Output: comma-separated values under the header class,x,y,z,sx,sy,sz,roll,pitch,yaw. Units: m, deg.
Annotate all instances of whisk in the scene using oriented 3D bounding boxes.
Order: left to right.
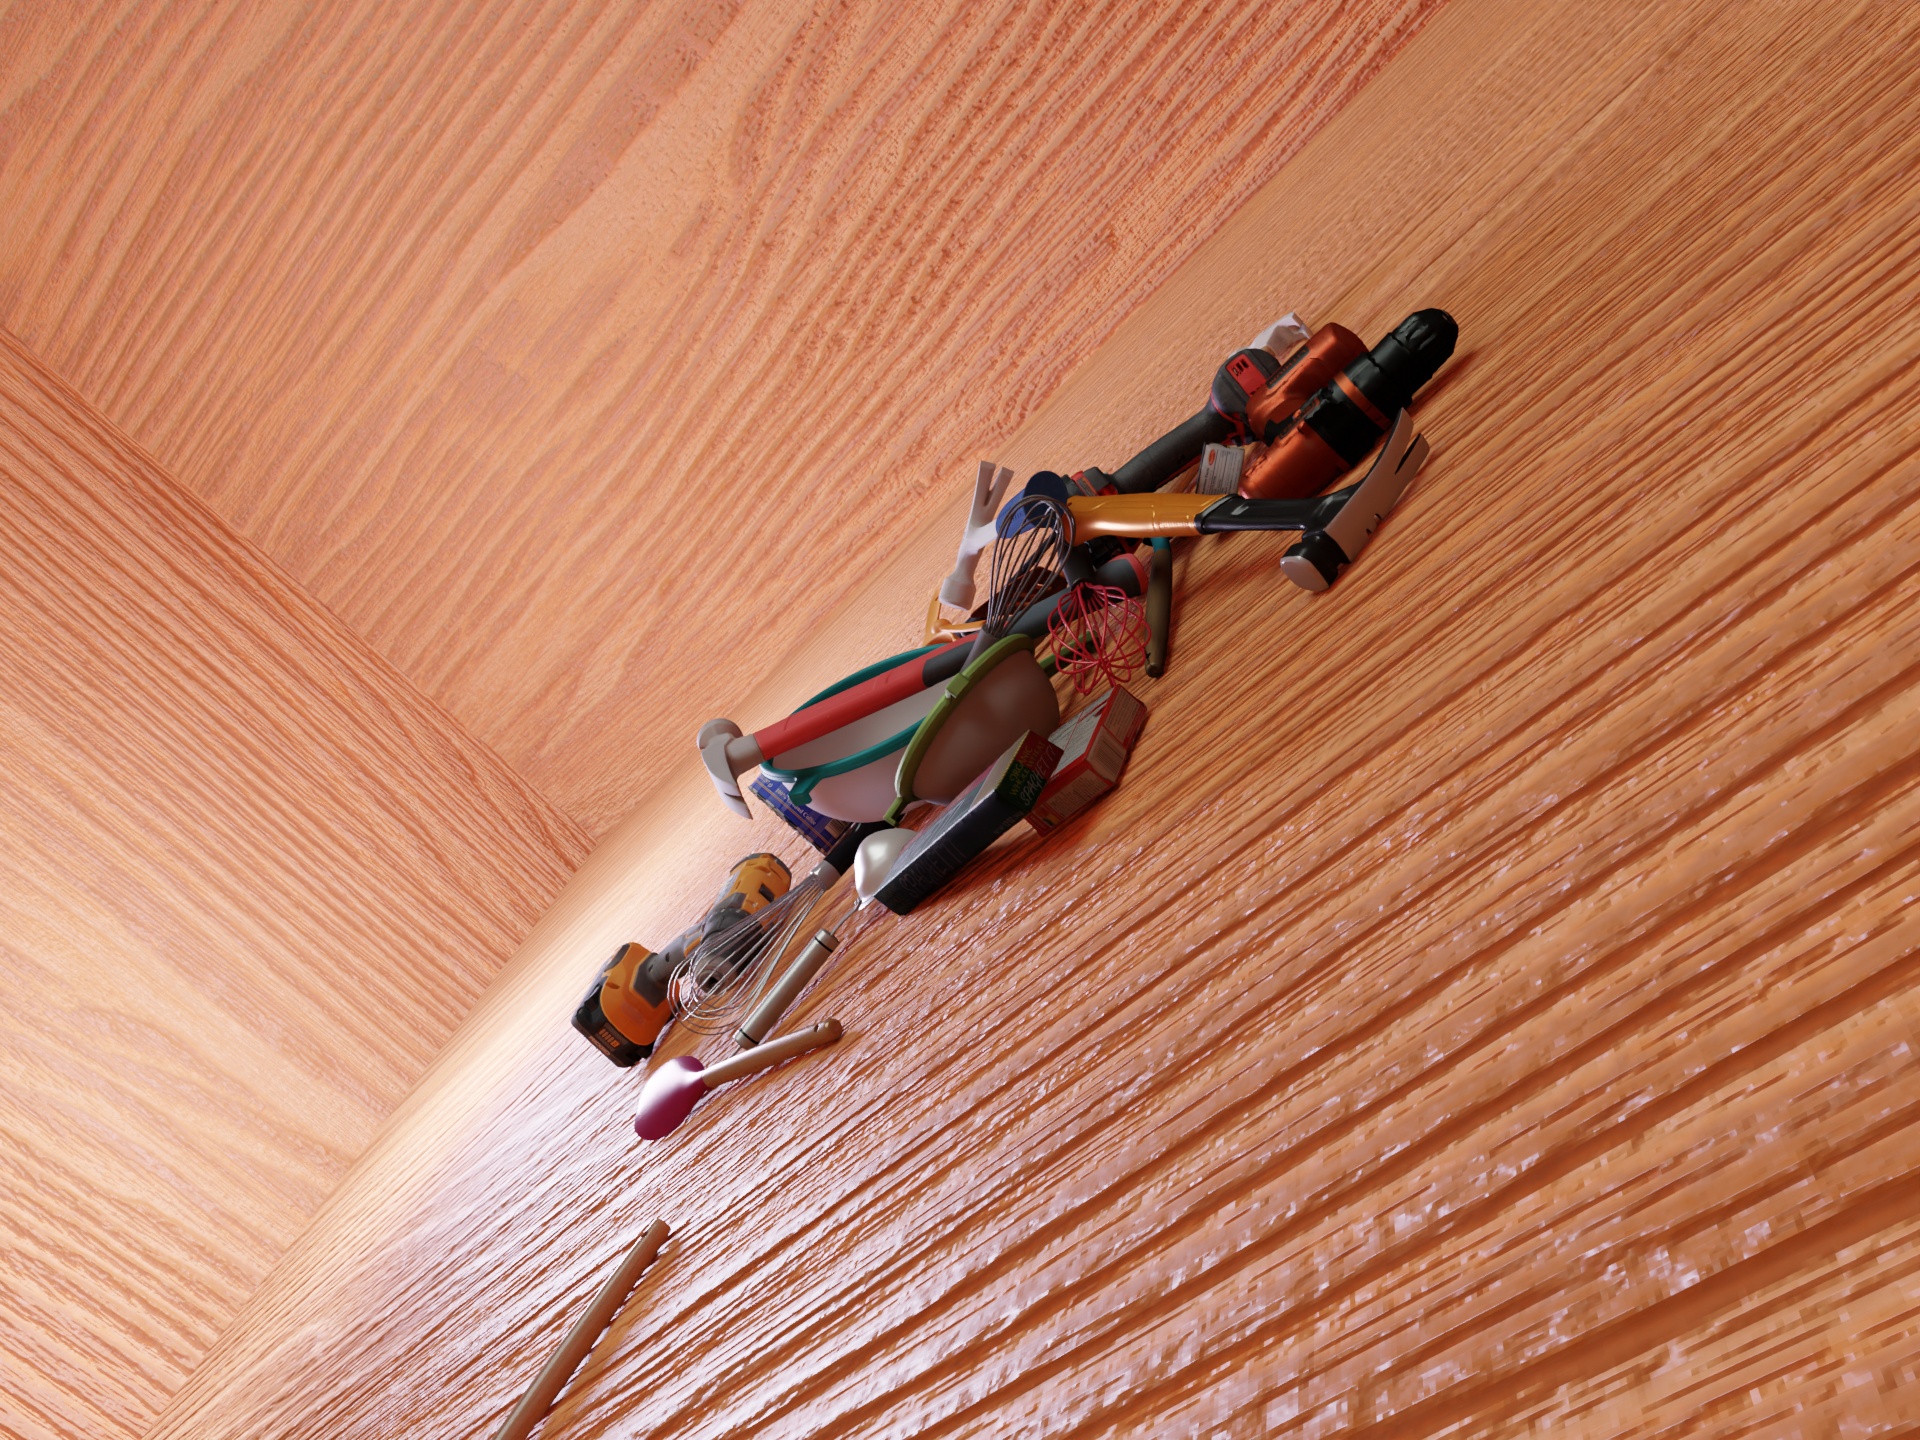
class,x,y,z,sx,sy,sz,roll,pitch,yaw
whisk,-0.137,0.156,1.358,0.284,0.070,0.070,-45,9,-23
whisk,0.023,-0.064,1.182,0.055,0.055,0.238,-65,0,-60
whisk,0.094,-0.090,1.177,0.073,0.073,0.296,-44,16,15

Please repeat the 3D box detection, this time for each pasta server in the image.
class,x,y,z,sx,sy,sz,roll,pitch,yaw
pasta server,-0.277,0.427,0.946,0.060,0.040,0.316,-14,31,49

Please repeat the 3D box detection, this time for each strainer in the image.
class,x,y,z,sx,sy,sz,roll,pitch,yaw
strainer,-0.099,0.161,1.222,0.258,0.050,0.087,-51,4,-3
strainer,-0.002,-0.004,1.361,0.340,0.095,0.211,-27,20,-7
strainer,0.055,-0.004,1.194,0.256,0.069,0.151,-33,-24,-47

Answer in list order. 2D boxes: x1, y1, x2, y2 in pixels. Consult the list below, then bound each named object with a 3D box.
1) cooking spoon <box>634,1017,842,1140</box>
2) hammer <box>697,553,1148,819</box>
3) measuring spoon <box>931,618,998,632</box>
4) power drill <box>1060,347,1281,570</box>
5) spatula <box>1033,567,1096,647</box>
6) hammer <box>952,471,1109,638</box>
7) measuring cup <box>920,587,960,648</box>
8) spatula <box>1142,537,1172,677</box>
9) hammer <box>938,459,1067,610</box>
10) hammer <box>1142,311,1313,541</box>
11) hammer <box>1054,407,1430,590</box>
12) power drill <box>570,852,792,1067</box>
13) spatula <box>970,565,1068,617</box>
class,x,y,z,sx,sy,sz,roll,pitch,yaw
cooking spoon,-0.173,0.259,1.178,0.319,0.017,0.069,-31,39,48
hammer,-0.020,-0.036,1.262,0.386,0.038,0.143,-25,24,-8
measuring spoon,0.004,-0.087,1.408,0.021,0.011,0.117,-26,12,-24
power drill,0.183,-0.221,1.358,0.219,0.078,0.143,-38,-9,7
spatula,0.049,-0.056,1.457,0.316,0.018,0.060,-46,53,-11
hammer,0.026,-0.112,1.637,0.408,0.036,0.149,-46,-5,39
measuring cup,-0.011,-0.065,1.565,0.095,0.052,0.174,-42,27,34
spatula,0.164,-0.109,1.228,0.082,0.044,0.318,-41,17,28
hammer,0.038,-0.175,1.372,0.405,0.035,0.144,-169,96,-82
hammer,0.246,-0.285,1.524,0.331,0.031,0.130,-54,12,-32
hammer,0.170,-0.148,1.099,0.127,0.034,0.337,-51,25,-14
power drill,-0.262,0.235,1.492,0.226,0.084,0.185,-38,15,21
spatula,0.101,-0.155,1.478,0.081,0.041,0.323,-34,7,31
